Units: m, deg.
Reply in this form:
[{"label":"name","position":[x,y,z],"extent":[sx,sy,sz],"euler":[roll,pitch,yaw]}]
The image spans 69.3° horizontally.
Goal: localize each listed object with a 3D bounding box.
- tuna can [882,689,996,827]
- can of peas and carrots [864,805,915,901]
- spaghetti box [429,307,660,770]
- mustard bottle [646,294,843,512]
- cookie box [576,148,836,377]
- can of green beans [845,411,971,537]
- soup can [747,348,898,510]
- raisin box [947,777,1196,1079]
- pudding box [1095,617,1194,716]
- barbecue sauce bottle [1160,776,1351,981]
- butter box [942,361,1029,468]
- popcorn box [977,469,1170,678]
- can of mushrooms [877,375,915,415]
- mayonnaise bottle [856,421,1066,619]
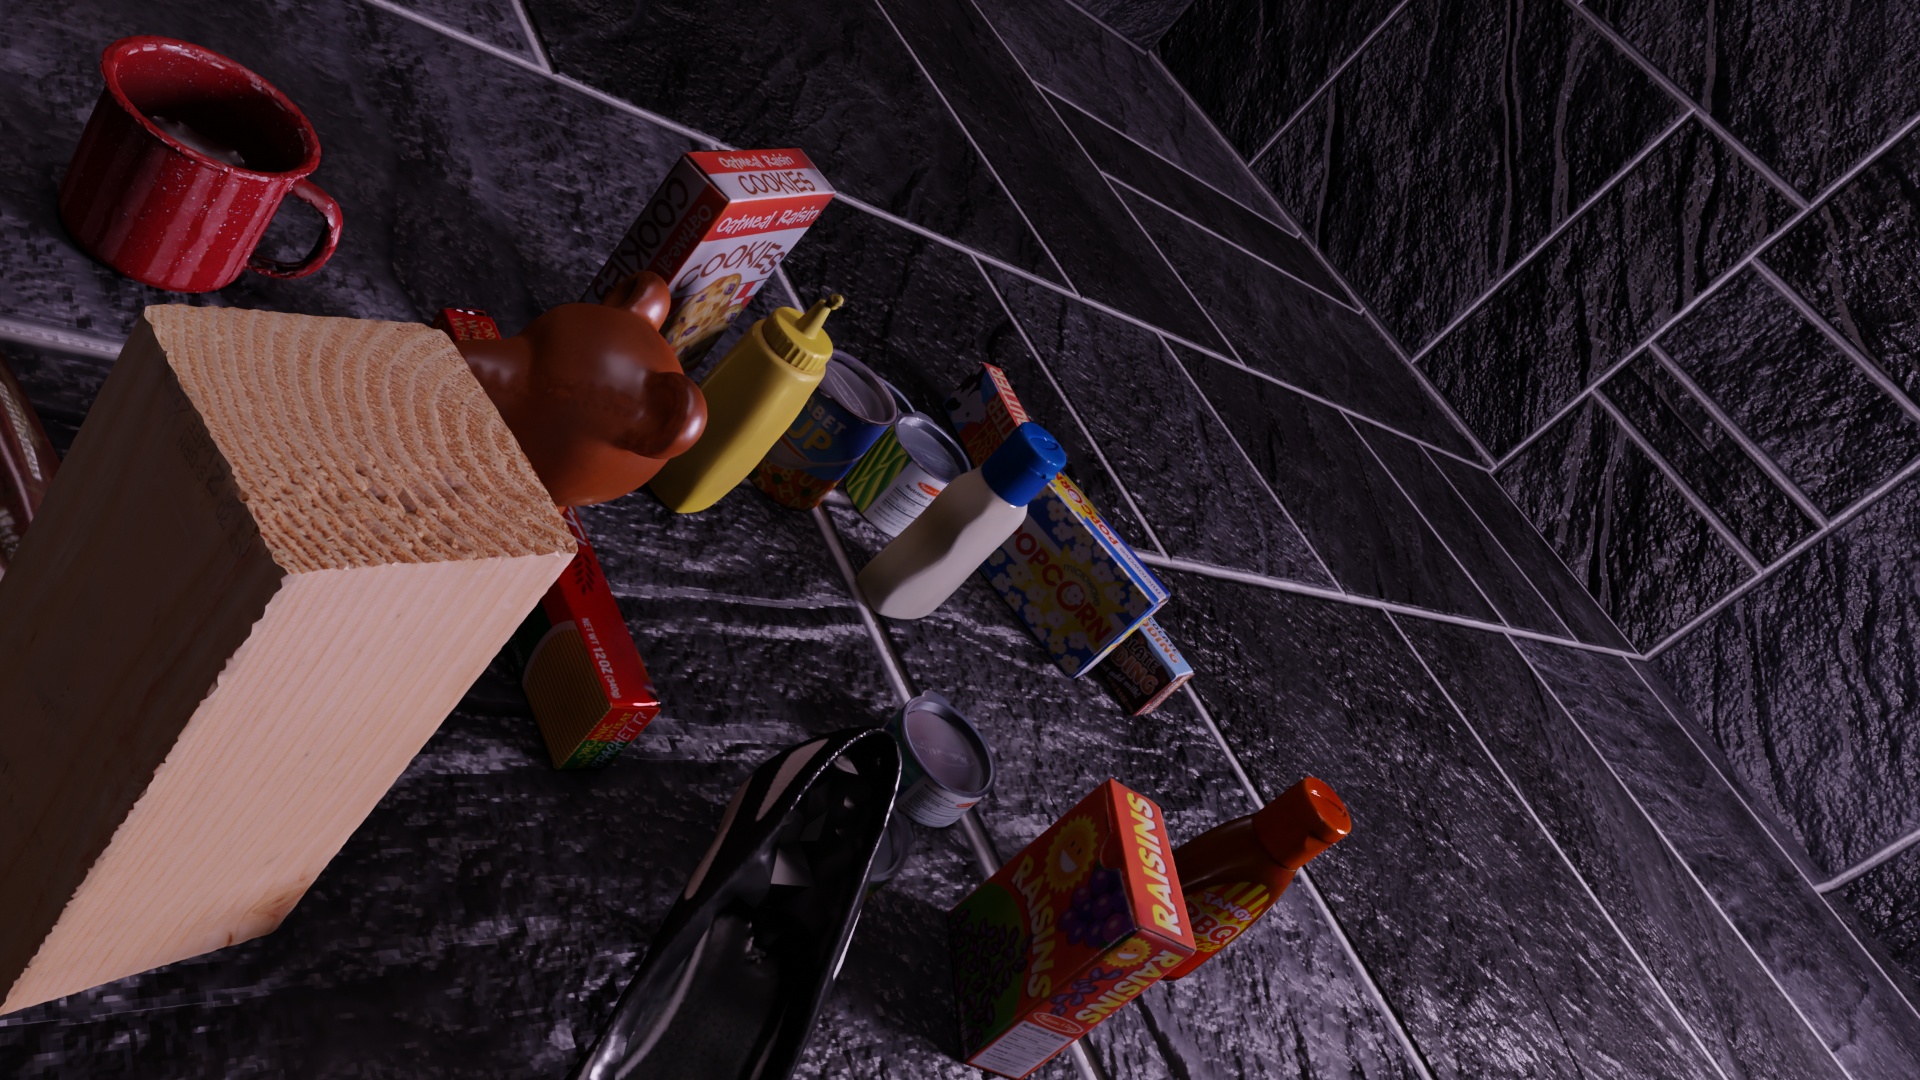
[{"label":"tuna can","position":[-0.016,0.119,0.761],"extent":[0.071,0.032,0.071],"euler":[33,29,-21]},{"label":"can of peas and carrots","position":[-0.066,0.142,0.632],"extent":[0.071,0.058,0.071],"euler":[33,29,-21]},{"label":"spaghetti box","position":[-0.209,-0.008,0.657],"extent":[0.029,0.050,0.251],"euler":[7,44,-51]},{"label":"mustard bottle","position":[-0.114,-0.082,0.771],"extent":[0.049,0.159,0.065],"euler":[47,26,4]},{"label":"cookie box","position":[-0.159,-0.151,0.799],"extent":[0.040,0.166,0.123],"euler":[46,26,3]},{"label":"can of green beans","position":[-0.035,-0.043,0.938],"extent":[0.071,0.057,0.071],"euler":[33,29,-21]},{"label":"soup can","position":[-0.092,-0.069,0.868],"extent":[0.071,0.083,0.072],"euler":[34,28,-21]},{"label":"raisin box","position":[0.048,0.184,0.658],"extent":[0.040,0.123,0.086],"euler":[31,30,-26]},{"label":"pudding box","position":[0.122,0.078,0.994],"extent":[0.030,0.049,0.084],"euler":[-2,52,-56]},{"label":"barbecue sauce bottle","position":[0.148,0.186,0.767],"extent":[0.065,0.148,0.044],"euler":[33,29,-23]},{"label":"butter box","position":[0.027,-0.086,1.092],"extent":[0.024,0.053,0.104],"euler":[14,39,-45]},{"label":"popcorn box","position":[0.072,0.021,0.967],"extent":[0.127,0.085,0.038],"euler":[50,27,11]},{"label":"can of mushrooms","position":[-0.065,-0.089,0.990],"extent":[0.071,0.033,0.071],"euler":[33,29,-21]},{"label":"mayonnaise bottle","position":[0.003,-0.011,0.846],"extent":[0.065,0.147,0.041],"euler":[4,47,-53]}]
